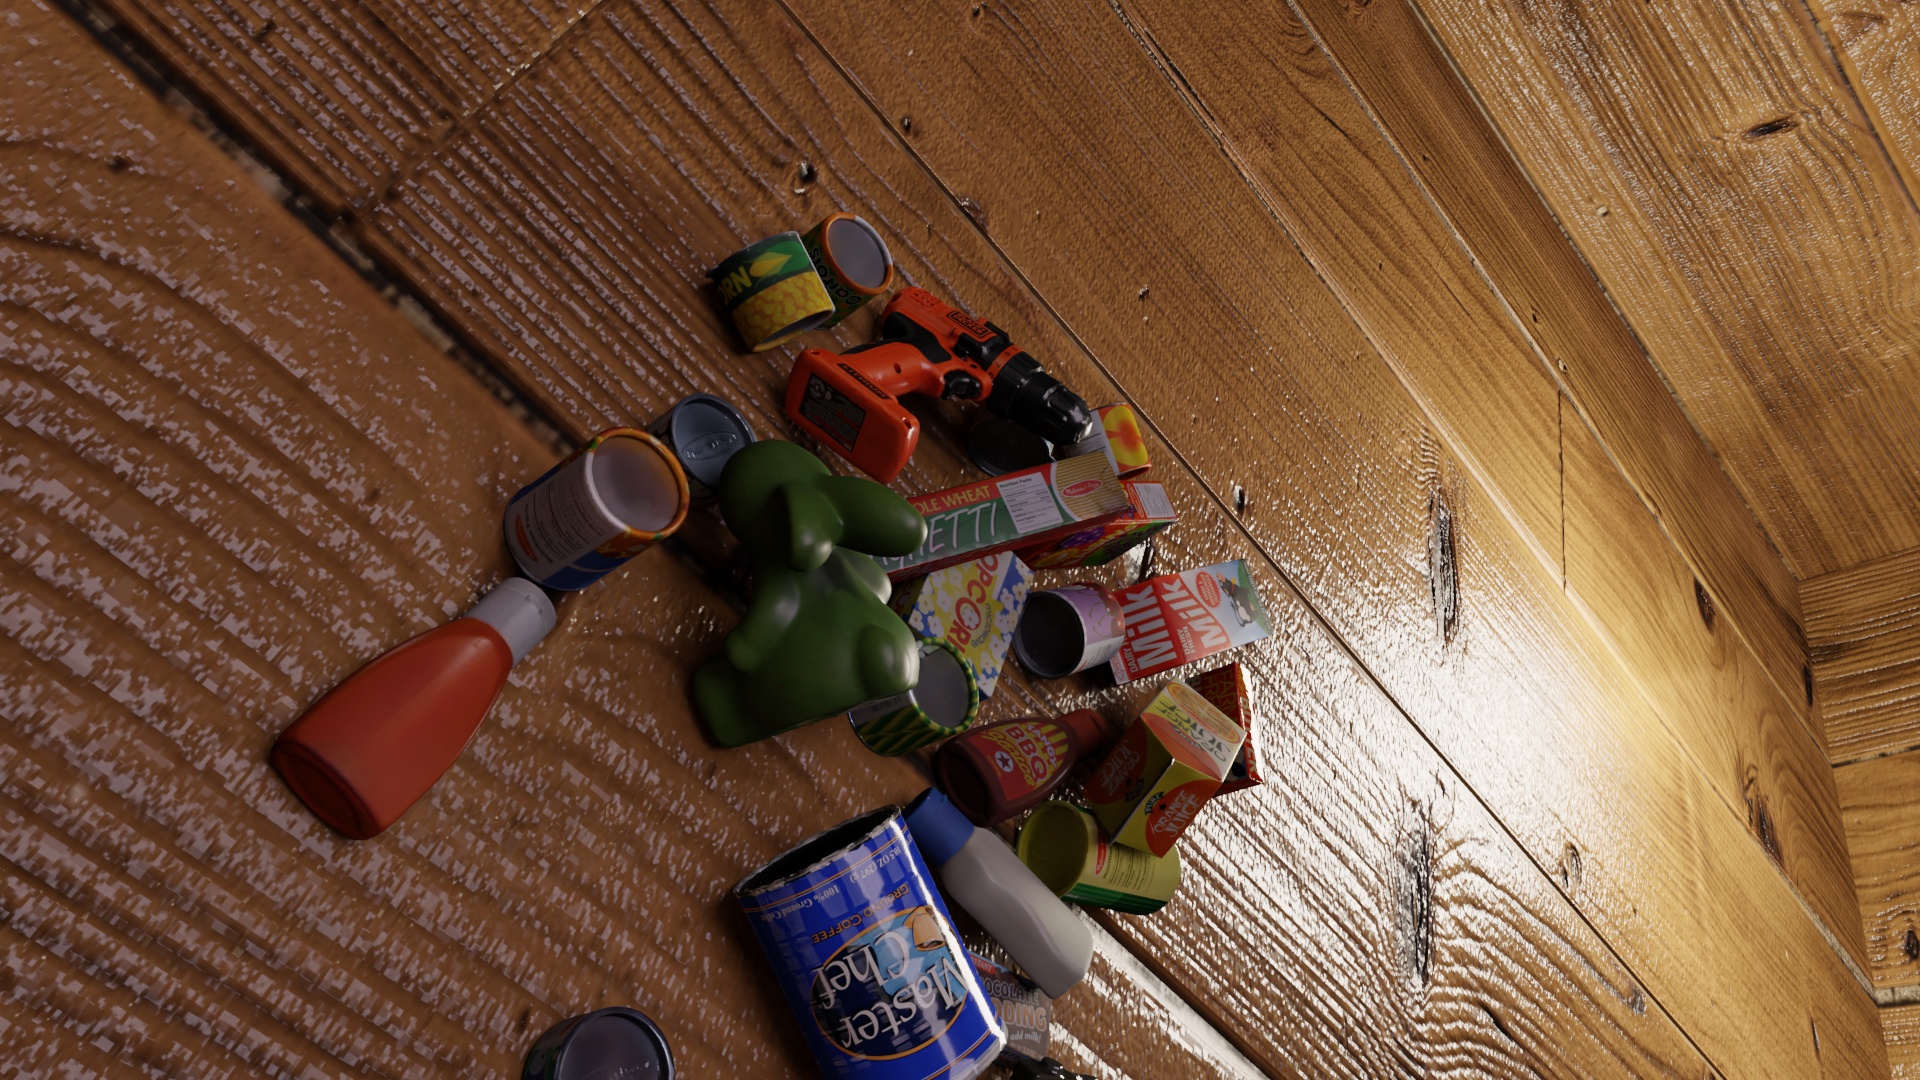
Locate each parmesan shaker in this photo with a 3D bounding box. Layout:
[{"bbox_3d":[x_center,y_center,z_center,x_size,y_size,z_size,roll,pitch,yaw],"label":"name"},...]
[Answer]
[{"bbox_3d":[0.097,0.226,0.968,0.103,0.071,0.071,23,53,-40],"label":"parmesan shaker"}]

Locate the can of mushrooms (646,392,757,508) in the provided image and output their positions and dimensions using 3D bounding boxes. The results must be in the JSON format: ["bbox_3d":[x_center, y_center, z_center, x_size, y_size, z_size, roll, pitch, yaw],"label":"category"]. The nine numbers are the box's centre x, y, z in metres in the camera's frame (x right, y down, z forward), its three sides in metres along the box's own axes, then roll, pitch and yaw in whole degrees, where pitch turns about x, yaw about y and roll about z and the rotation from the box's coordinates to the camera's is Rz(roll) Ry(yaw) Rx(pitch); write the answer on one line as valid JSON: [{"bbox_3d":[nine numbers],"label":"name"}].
[{"bbox_3d":[-0.160,-0.053,0.862,0.071,0.033,0.071,26,51,-38],"label":"can of mushrooms"}]

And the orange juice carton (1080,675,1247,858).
[{"bbox_3d":[0.145,0.161,0.986,0.073,0.071,0.193,38,15,11],"label":"orange juice carton"}]

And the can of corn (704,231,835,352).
[{"bbox_3d":[-0.128,-0.166,0.936,0.071,0.071,0.058,-28,92,-51],"label":"can of corn"}]

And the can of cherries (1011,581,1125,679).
[{"bbox_3d":[0.080,0.064,1.039,0.058,0.071,0.071,-11,78,-51],"label":"can of cherries"}]

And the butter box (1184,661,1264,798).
[{"bbox_3d":[0.218,0.156,1.152,0.024,0.053,0.104,26,52,-40],"label":"butter box"}]

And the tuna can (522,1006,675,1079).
[{"bbox_3d":[-0.174,0.263,0.669,0.071,0.032,0.071,25,52,-38],"label":"tuna can"}]

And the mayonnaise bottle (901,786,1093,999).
[{"bbox_3d":[0.021,0.221,0.886,0.148,0.041,0.065,45,15,-3],"label":"mayonnaise bottle"}]

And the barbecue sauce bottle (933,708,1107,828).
[{"bbox_3d":[0.048,0.151,0.971,0.149,0.043,0.065,-12,63,-51],"label":"barbecue sauce bottle"}]

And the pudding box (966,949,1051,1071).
[{"bbox_3d":[0.019,0.294,0.870,0.083,0.030,0.050,36,45,-31],"label":"pudding box"}]

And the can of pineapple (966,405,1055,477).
[{"bbox_3d":[0.044,-0.087,1.083,0.071,0.070,0.058,42,43,-25],"label":"can of pineapple"}]

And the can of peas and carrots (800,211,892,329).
[{"bbox_3d":[-0.092,-0.192,0.996,0.071,0.058,0.071,26,52,-37],"label":"can of peas and carrots"}]

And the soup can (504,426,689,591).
[{"bbox_3d":[-0.197,-0.018,0.760,0.071,0.083,0.071,26,51,-38],"label":"soup can"}]

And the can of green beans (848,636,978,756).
[{"bbox_3d":[-0.030,0.101,0.900,0.071,0.057,0.071,26,52,-38],"label":"can of green beans"}]

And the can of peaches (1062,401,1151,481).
[{"bbox_3d":[0.122,-0.077,1.164,0.071,0.071,0.058,-9,77,-50],"label":"can of peaches"}]

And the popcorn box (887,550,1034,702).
[{"bbox_3d":[-0.002,0.045,0.979,0.085,0.038,0.127,45,42,-22],"label":"popcorn box"}]

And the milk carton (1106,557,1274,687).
[{"bbox_3d":[0.170,0.068,1.132,0.191,0.073,0.072,-8,76,-50],"label":"milk carton"}]

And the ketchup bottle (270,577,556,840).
[{"bbox_3d":[-0.256,0.073,0.675,0.064,0.043,0.149,53,40,-14],"label":"ketchup bottle"}]

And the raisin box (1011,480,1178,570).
[{"bbox_3d":[0.099,-0.011,1.085,0.123,0.085,0.040,-2,66,-48],"label":"raisin box"}]

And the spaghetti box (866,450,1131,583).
[{"bbox_3d":[0.003,-0.012,0.952,0.251,0.028,0.050,-15,71,-29],"label":"spaghetti box"}]
